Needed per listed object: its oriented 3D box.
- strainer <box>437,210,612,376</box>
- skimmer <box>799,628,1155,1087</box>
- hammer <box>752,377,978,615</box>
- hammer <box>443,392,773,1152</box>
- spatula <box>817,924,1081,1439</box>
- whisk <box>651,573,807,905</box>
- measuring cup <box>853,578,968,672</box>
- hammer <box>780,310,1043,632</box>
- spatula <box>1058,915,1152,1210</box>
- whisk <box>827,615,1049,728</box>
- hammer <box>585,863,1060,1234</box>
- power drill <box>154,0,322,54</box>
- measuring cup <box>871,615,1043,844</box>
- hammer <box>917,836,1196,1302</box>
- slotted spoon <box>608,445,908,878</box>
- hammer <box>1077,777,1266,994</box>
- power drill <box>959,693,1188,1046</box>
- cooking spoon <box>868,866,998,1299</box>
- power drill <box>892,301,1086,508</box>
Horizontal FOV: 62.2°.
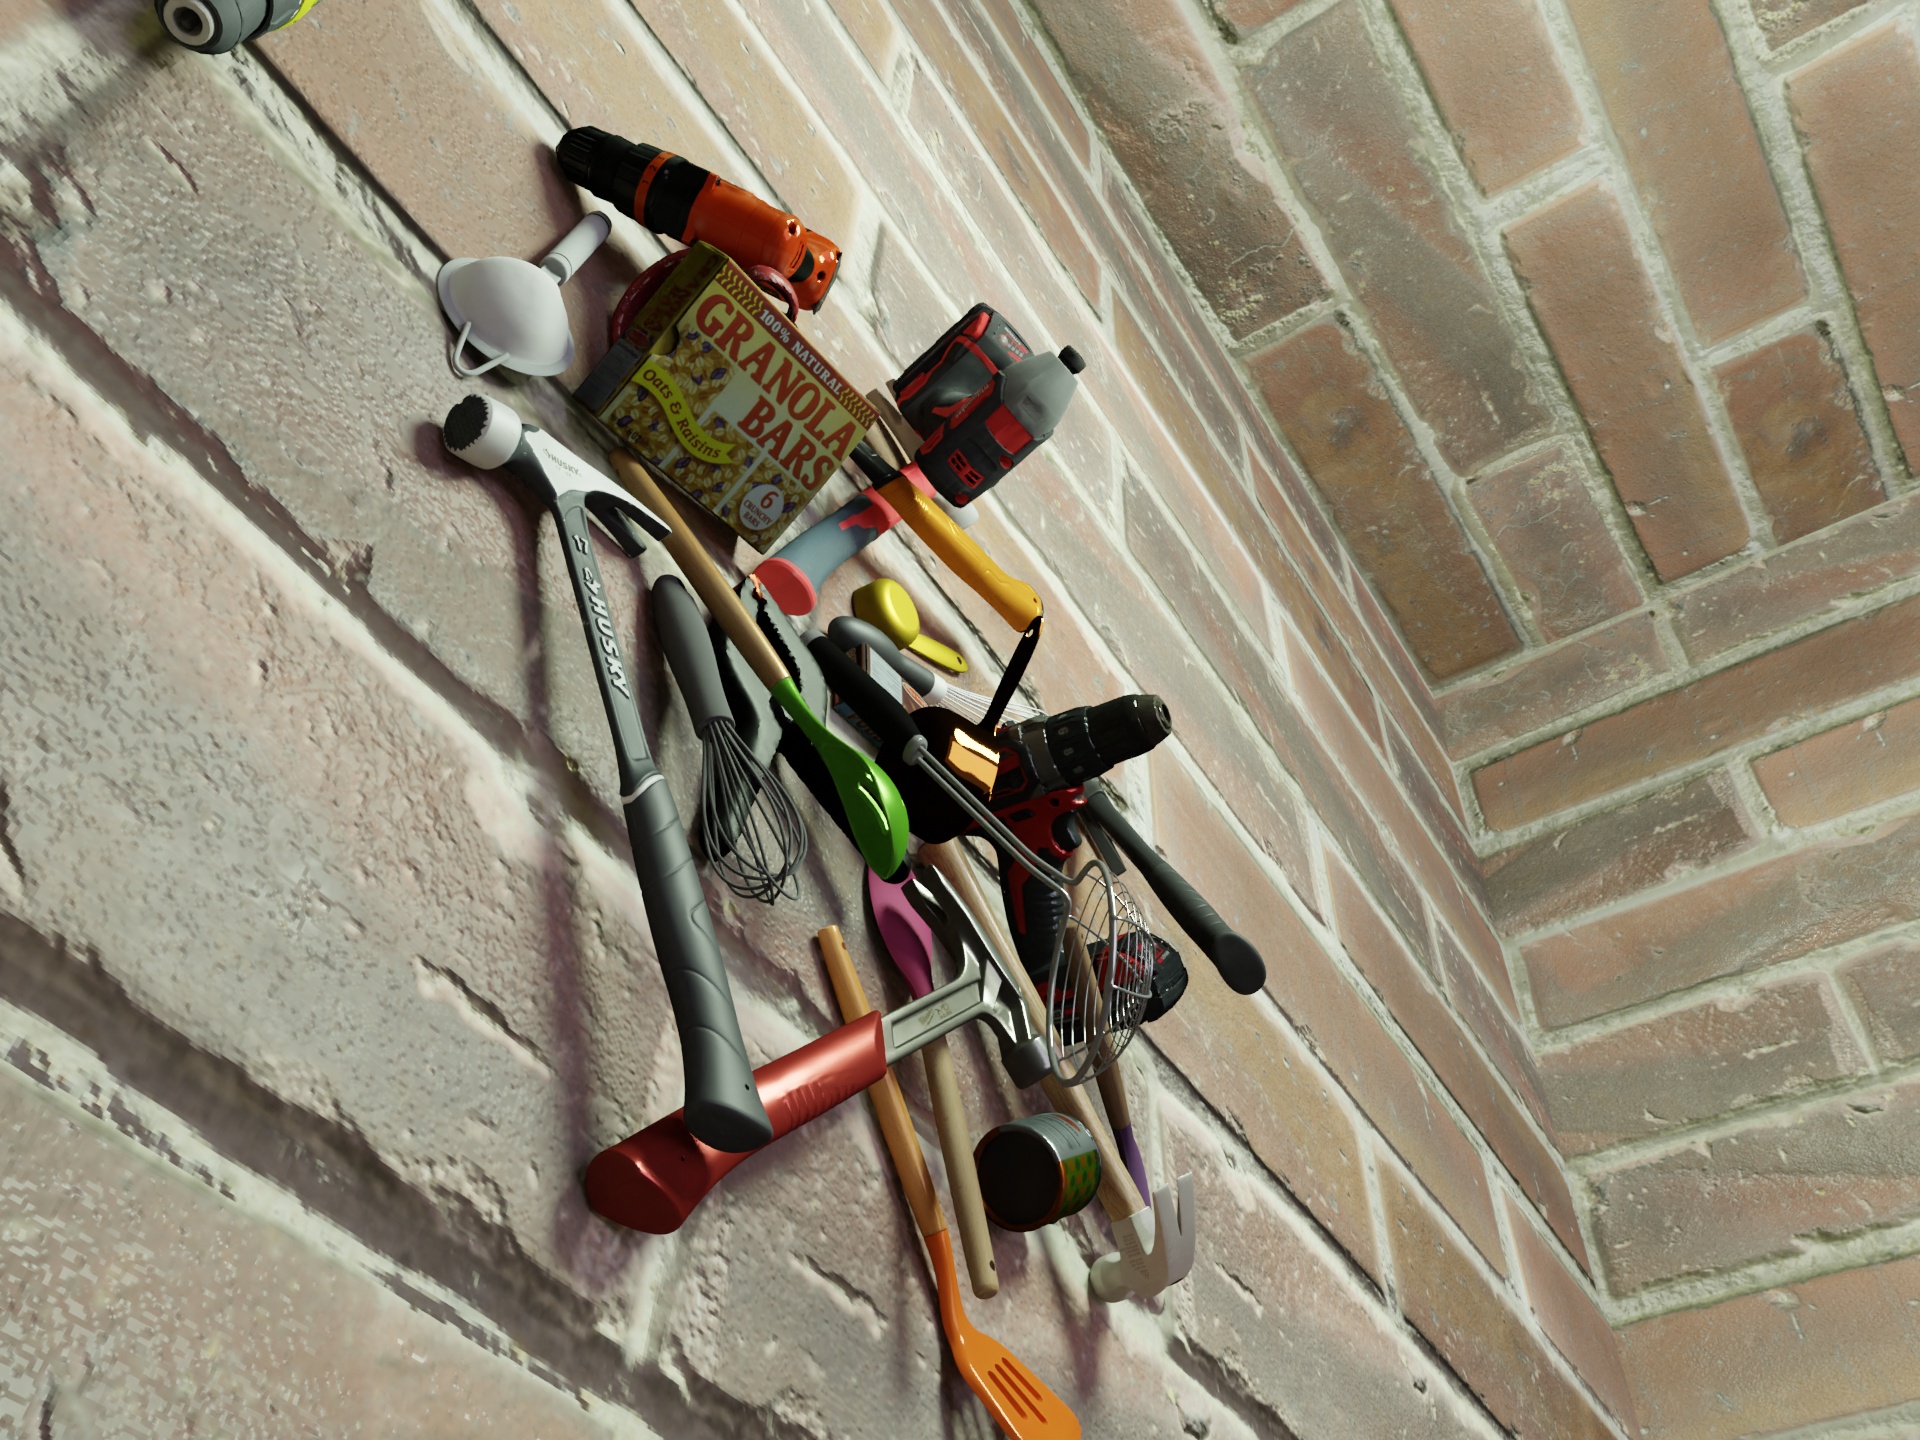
[{"bbox_3d":[-0.249,-0.274,0.968,0.086,0.050,0.259,39,27,-19],"label":"strainer"},{"bbox_3d":[-0.012,0.063,0.968,0.090,0.127,0.364,-21,52,-38],"label":"skimmer"},{"bbox_3d":[-0.081,-0.168,1.218,0.143,0.038,0.386,59,23,-9],"label":"hammer"},{"bbox_3d":[-0.163,0.020,0.805,0.149,0.036,0.409,28,36,-57],"label":"hammer"},{"bbox_3d":[-0.015,0.267,0.912,0.323,0.041,0.081,69,16,12],"label":"spatula"},{"bbox_3d":[-0.134,0.004,0.886,0.055,0.055,0.239,33,26,-51],"label":"whisk"},{"bbox_3d":[-0.028,-0.068,1.236,0.156,0.029,0.062,24,45,-54],"label":"measuring cup"},{"bbox_3d":[-0.039,-0.162,1.207,0.336,0.034,0.127,40,30,-40],"label":"hammer"},{"bbox_3d":[0.105,0.257,1.095,0.060,0.018,0.315,-81,159,-56],"label":"spatula"},{"bbox_3d":[-0.004,-0.011,1.208,0.284,0.070,0.070,32,39,-43],"label":"whisk"},{"bbox_3d":[-0.069,0.176,0.849,0.149,0.036,0.359,56,28,12],"label":"hammer"},{"bbox_3d":[-0.400,-0.442,0.768,0.228,0.080,0.191,51,26,-34],"label":"power drill"},{"bbox_3d":[-0.002,-0.003,1.074,0.052,0.173,0.095,28,-1,-29],"label":"measuring cup"},{"bbox_3d":[0.058,0.222,1.059,0.031,0.130,0.331,-19,74,-32],"label":"hammer"},{"bbox_3d":[-0.119,-0.042,0.931,0.031,0.070,0.314,-30,75,-26],"label":"slotted spoon"},{"bbox_3d":[0.154,0.121,1.253,0.146,0.035,0.335,58,-3,-26],"label":"hammer"},{"bbox_3d":[0.088,0.101,1.122,0.080,0.188,0.227,-18,87,-68],"label":"power drill"},{"bbox_3d":[-0.015,0.198,0.965,0.068,0.017,0.319,43,23,-41],"label":"cooking spoon"},{"bbox_3d":[0.022,-0.251,1.238,0.078,0.143,0.220,45,10,-22],"label":"power drill"}]
